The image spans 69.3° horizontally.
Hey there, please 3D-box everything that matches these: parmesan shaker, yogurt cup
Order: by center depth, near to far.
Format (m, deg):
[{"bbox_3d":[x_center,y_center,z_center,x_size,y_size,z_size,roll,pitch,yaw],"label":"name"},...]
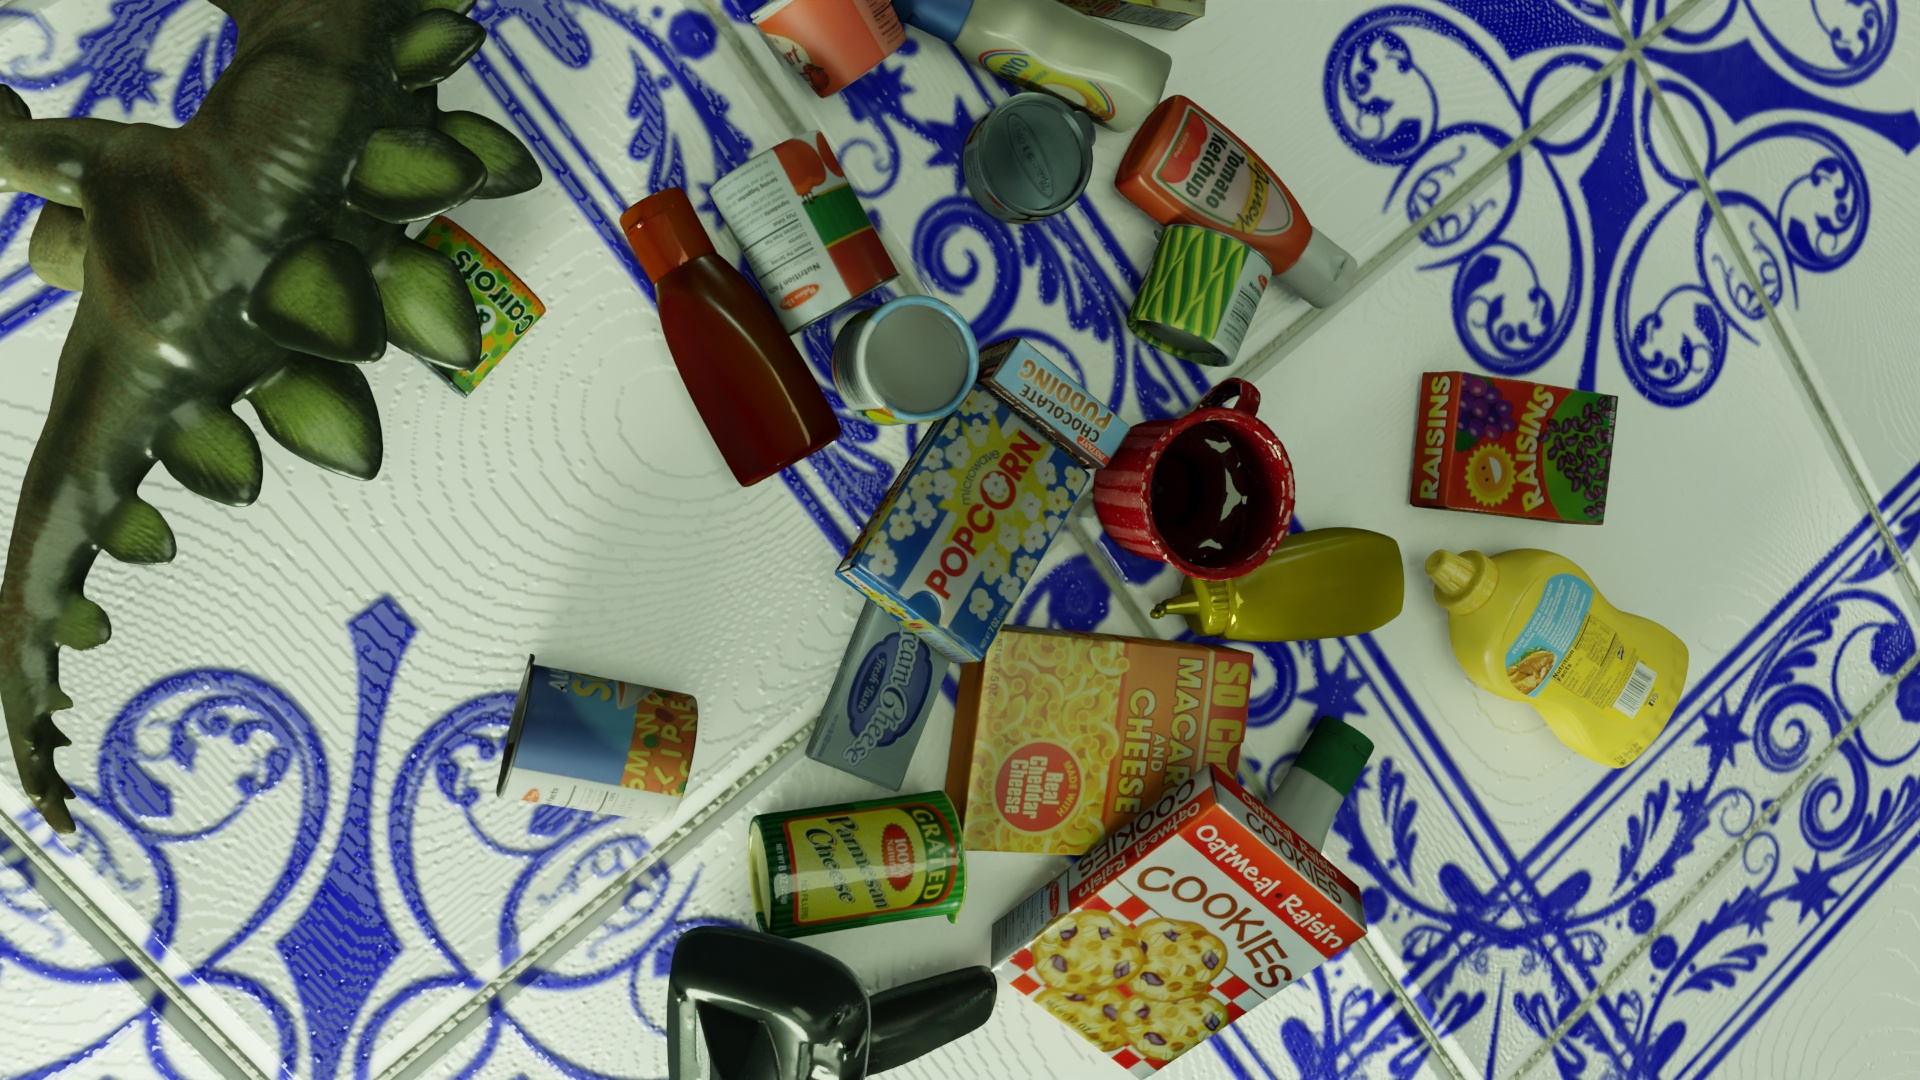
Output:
[{"bbox_3d":[-0.064,-0.263,0.707,0.072,0.072,0.054,-41,113,-12],"label":"yogurt cup"},{"bbox_3d":[-0.055,0.174,0.732,0.103,0.071,0.071,-4,95,-19],"label":"parmesan shaker"}]

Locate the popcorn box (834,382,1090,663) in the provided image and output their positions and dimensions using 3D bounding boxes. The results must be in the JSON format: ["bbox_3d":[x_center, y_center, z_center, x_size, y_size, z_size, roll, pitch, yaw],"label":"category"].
[{"bbox_3d":[0.003,-0.009,0.742,0.085,0.038,0.127,38,68,-15],"label":"popcorn box"}]

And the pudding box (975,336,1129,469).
[{"bbox_3d":[0.046,-0.074,0.762,0.083,0.049,0.030,37,80,-18],"label":"pudding box"}]

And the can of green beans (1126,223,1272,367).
[{"bbox_3d":[0.133,-0.137,0.780,0.071,0.071,0.058,24,86,-19],"label":"can of green beans"}]

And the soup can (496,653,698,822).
[{"bbox_3d":[-0.179,0.098,0.688,0.084,0.071,0.071,14,89,-20],"label":"soup can"}]

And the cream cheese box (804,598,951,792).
[{"bbox_3d":[-0.040,0.079,0.755,0.053,0.024,0.104,24,86,-20],"label":"cream cheese box"}]

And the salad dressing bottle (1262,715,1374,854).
[{"bbox_3d":[0.196,0.176,0.832,0.064,0.044,0.148,38,80,-21],"label":"salad dressing bottle"}]

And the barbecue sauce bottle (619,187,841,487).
[{"bbox_3d":[-0.120,-0.104,0.700,0.044,0.064,0.148,-35,98,-52],"label":"barbecue sauce bottle"}]

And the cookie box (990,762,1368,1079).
[{"bbox_3d":[0.119,0.213,0.767,0.123,0.040,0.167,41,112,-17],"label":"cookie box"}]

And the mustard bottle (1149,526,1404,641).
[{"bbox_3d":[0.182,0.029,0.815,0.160,0.049,0.065,-6,96,-18],"label":"mustard bottle"}]

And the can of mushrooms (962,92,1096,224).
[{"bbox_3d":[0.038,-0.209,0.760,0.071,0.033,0.071,-1,93,-18],"label":"can of mushrooms"}]

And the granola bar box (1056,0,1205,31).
[{"bbox_3d":[0.078,-0.376,0.761,0.124,0.039,0.165,3,92,-20],"label":"granola bar box"}]

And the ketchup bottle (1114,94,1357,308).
[{"bbox_3d":[0.162,-0.188,0.799,0.149,0.043,0.065,31,79,-18],"label":"ketchup bottle"}]

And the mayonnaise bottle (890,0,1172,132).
[{"bbox_3d":[0.036,-0.267,0.743,0.148,0.064,0.041,19,85,-15],"label":"mayonnaise bottle"}]

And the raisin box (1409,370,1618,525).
[{"bbox_3d":[0.347,-0.057,0.872,0.123,0.040,0.086,5,92,-20],"label":"raisin box"}]

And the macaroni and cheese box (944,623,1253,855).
[{"bbox_3d":[0.080,0.115,0.790,0.167,0.040,0.123,7,92,-19],"label":"macaroni and cheese box"}]

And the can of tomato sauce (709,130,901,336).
[{"bbox_3d":[-0.078,-0.156,0.706,0.071,0.071,0.083,-31,100,-14],"label":"can of tomato sauce"}]

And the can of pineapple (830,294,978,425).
[{"bbox_3d":[-0.028,-0.094,0.731,0.071,0.058,0.071,-1,94,-19],"label":"can of pineapple"}]

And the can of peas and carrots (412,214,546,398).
[{"bbox_3d":[-0.238,-0.109,0.652,0.071,0.071,0.059,43,79,-16],"label":"can of peas and carrots"}]
